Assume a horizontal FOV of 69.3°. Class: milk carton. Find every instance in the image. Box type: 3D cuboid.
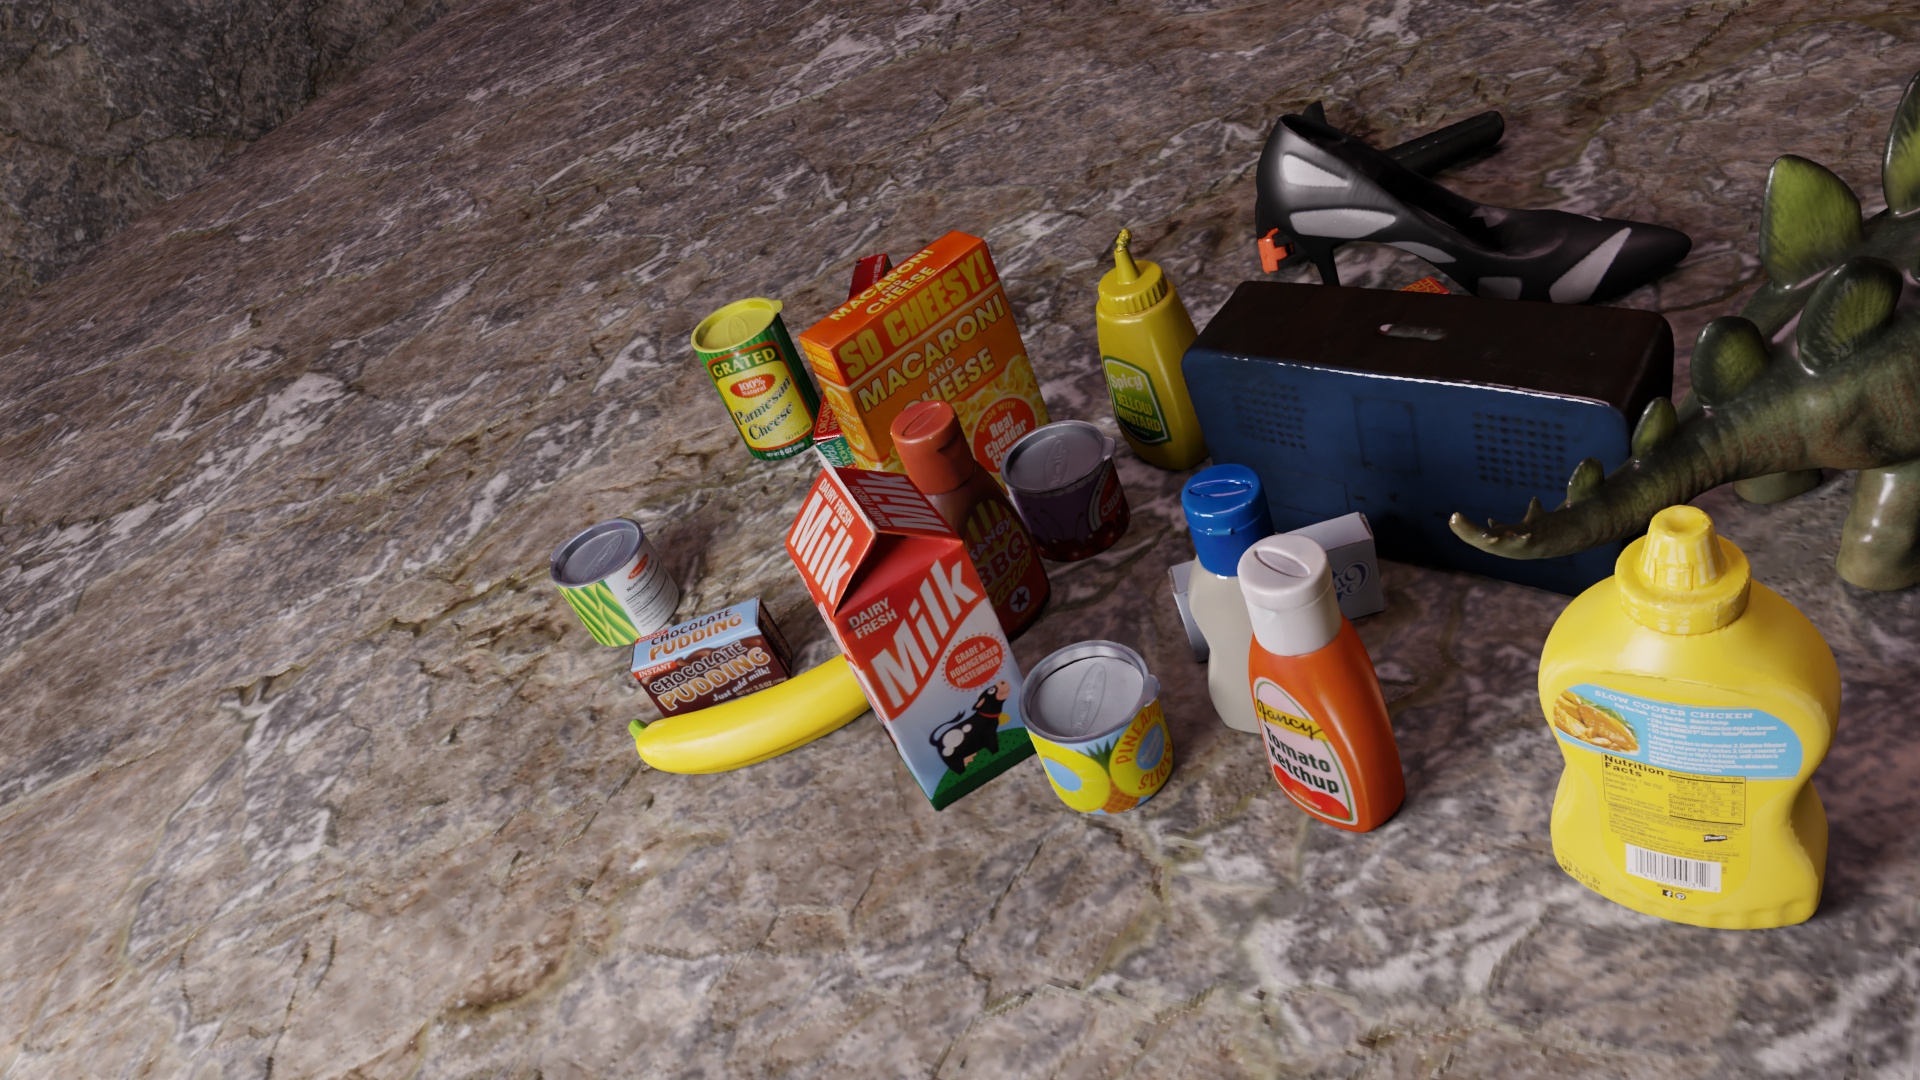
[{"bbox_3d":[-0.026,0.039,0.692,0.073,0.189,0.072,-30,37,-9],"label":"milk carton"}]

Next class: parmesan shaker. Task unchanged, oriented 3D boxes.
[{"bbox_3d":[-0.143,-0.118,1.018,0.071,0.102,0.072,-15,38,12],"label":"parmesan shaker"}]

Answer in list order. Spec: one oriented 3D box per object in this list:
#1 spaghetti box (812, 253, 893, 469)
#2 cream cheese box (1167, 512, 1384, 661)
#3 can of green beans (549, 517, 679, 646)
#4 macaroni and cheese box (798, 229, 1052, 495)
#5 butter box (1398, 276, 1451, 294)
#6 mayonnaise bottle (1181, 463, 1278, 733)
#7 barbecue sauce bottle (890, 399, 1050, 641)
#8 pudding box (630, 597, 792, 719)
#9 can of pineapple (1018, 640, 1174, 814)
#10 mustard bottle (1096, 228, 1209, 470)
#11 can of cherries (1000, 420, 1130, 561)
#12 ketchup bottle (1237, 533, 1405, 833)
[{"bbox_3d":[-0.072,-0.131,1.041,0.028,0.050,0.251,-12,38,15],"label":"spaghetti box"},{"bbox_3d":[0.165,0.025,0.723,0.104,0.053,0.024,-17,37,8],"label":"cream cheese box"},{"bbox_3d":[-0.228,0.028,0.922,0.071,0.057,0.071,-14,38,12],"label":"can of green beans"},{"bbox_3d":[-0.015,-0.089,0.863,0.124,0.165,0.040,-39,39,-19],"label":"macaroni and cheese box"},{"bbox_3d":[0.251,-0.117,0.851,0.103,0.053,0.024,-24,37,-1],"label":"butter box"},{"bbox_3d":[0.138,0.030,0.652,0.065,0.147,0.041,-4,41,24],"label":"mayonnaise bottle"},{"bbox_3d":[0.003,-0.010,0.772,0.044,0.148,0.065,22,56,44],"label":"barbecue sauce bottle"},{"bbox_3d":[-0.149,0.071,0.835,0.084,0.049,0.030,-18,37,7],"label":"pudding box"},{"bbox_3d":[0.070,0.093,0.686,0.071,0.057,0.071,-14,38,12],"label":"can of pineapple"},{"bbox_3d":[0.112,-0.116,0.835,0.049,0.159,0.065,-41,40,-21],"label":"mustard bottle"},{"bbox_3d":[0.066,-0.030,0.837,0.071,0.058,0.072,-14,38,12],"label":"can of cherries"},{"bbox_3d":[0.154,0.062,0.605,0.044,0.148,0.065,-39,40,-20],"label":"ketchup bottle"}]
